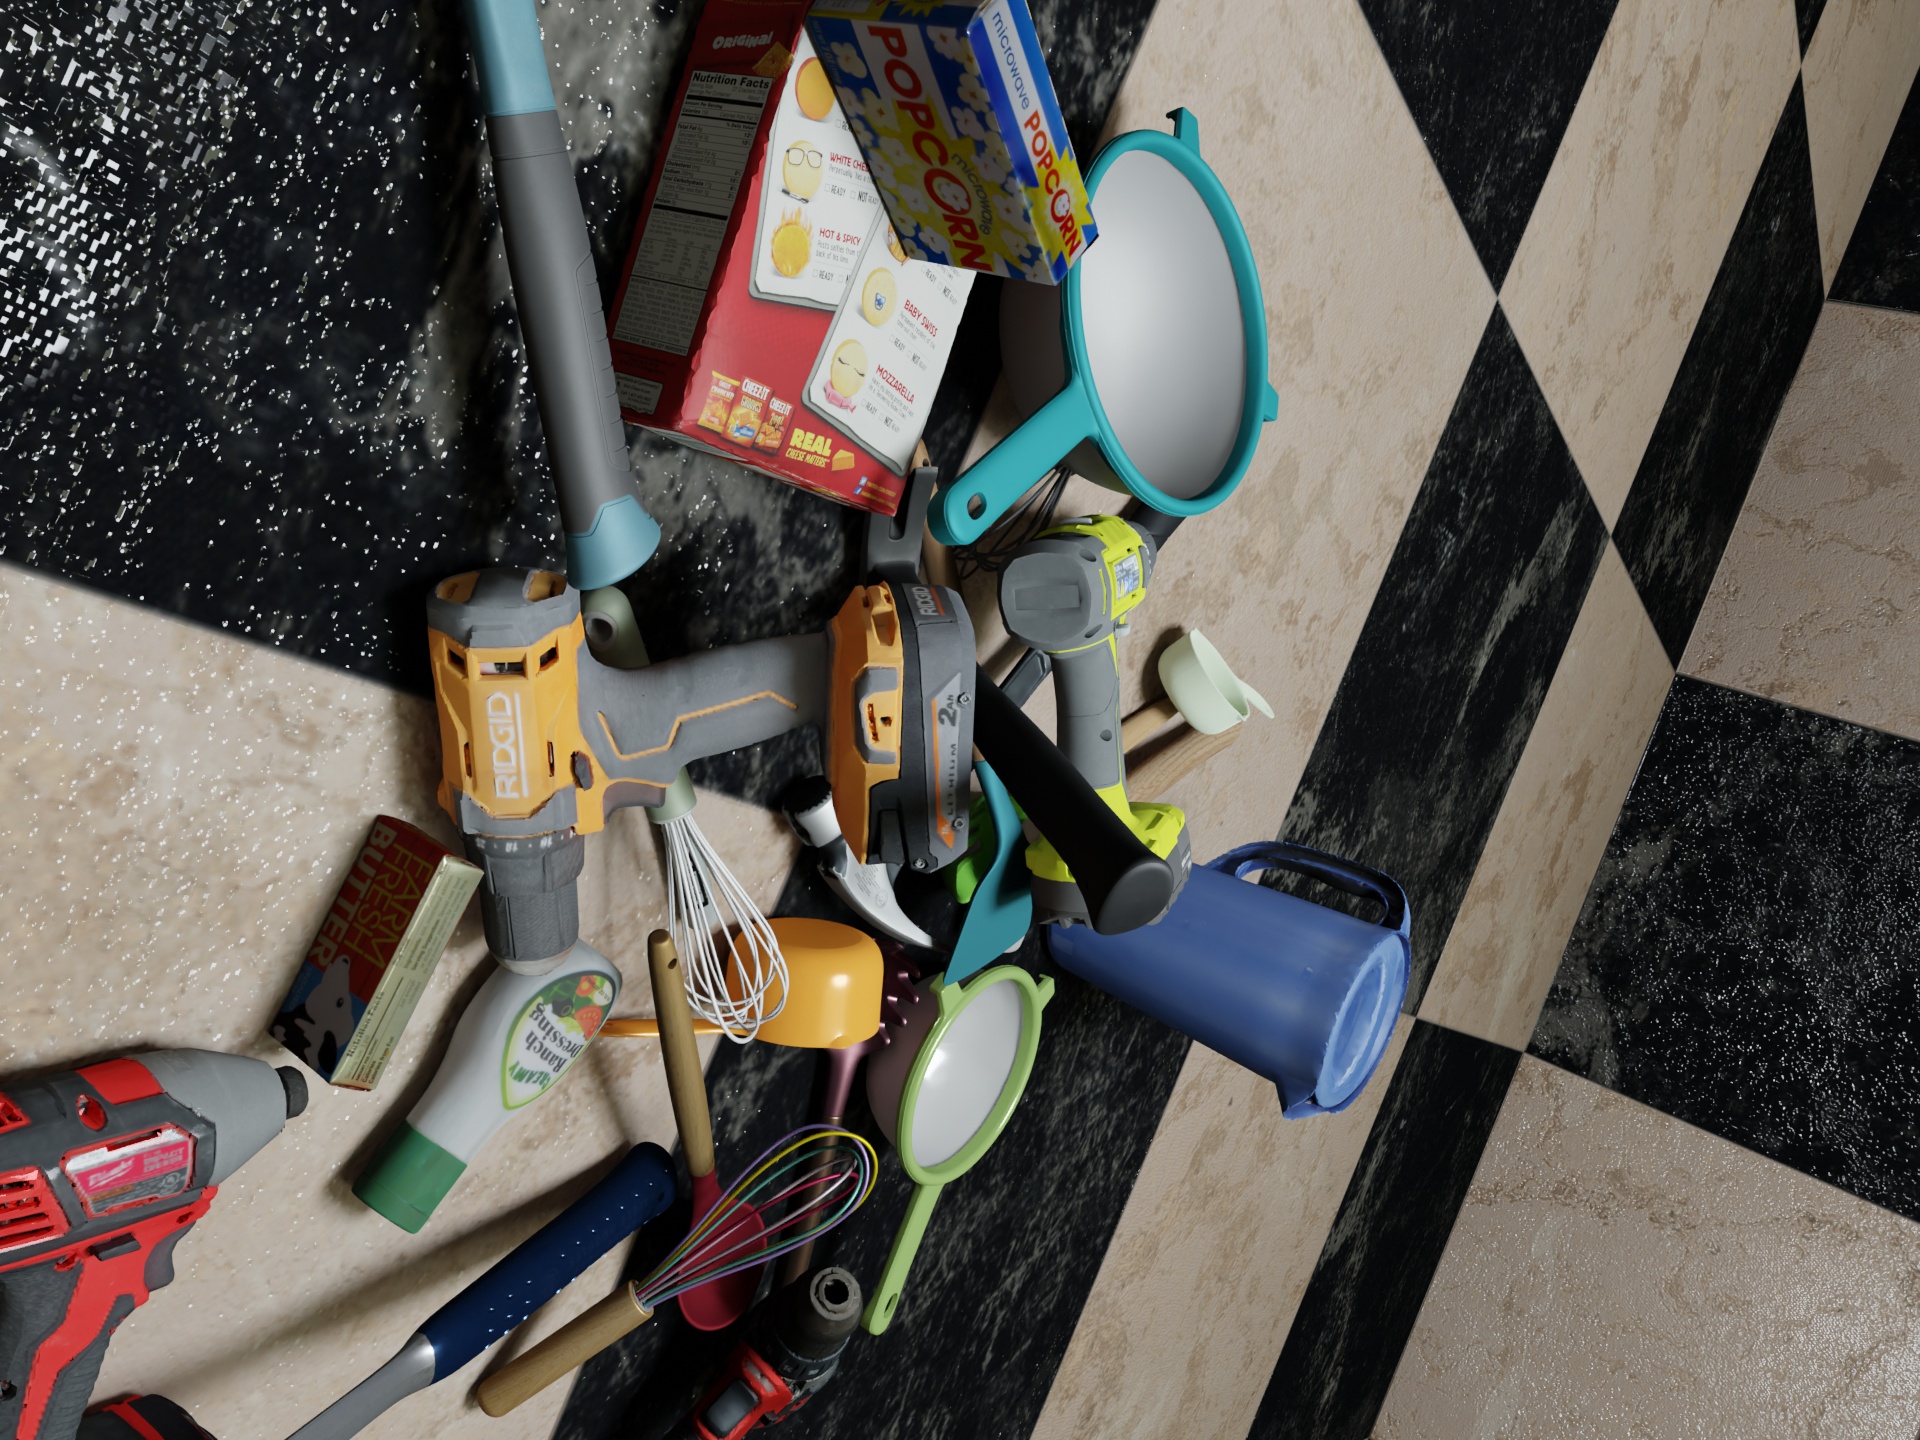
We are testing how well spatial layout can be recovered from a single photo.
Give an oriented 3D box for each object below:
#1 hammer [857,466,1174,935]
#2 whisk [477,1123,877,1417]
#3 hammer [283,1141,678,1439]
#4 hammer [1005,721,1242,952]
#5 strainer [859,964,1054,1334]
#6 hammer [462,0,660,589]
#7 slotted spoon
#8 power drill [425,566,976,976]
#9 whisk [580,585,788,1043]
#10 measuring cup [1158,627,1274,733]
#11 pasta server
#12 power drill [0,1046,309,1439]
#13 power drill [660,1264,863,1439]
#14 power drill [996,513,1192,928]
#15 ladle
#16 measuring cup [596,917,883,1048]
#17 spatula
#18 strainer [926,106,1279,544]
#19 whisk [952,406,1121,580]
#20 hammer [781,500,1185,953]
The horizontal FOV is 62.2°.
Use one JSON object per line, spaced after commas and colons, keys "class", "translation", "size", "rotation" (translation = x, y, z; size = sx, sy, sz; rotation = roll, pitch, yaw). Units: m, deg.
{"class": "hammer", "translation": [0.013, -0.008, 0.742], "size": [0.035, 0.335, 0.146], "rotation": [-6, 117, -19]}
{"class": "whisk", "translation": [-0.146, 0.293, 0.831], "size": [0.245, 0.051, 0.047], "rotation": [-34, 139, 2]}
{"class": "hammer", "translation": [-0.241, 0.287, 0.686], "size": [0.405, 0.035, 0.144], "rotation": [-23, 119, -67]}
{"class": "hammer", "translation": [0.125, 0.049, 1.146], "size": [0.331, 0.031, 0.130], "rotation": [-29, 145, -52]}
{"class": "strainer", "translation": [-0.033, 0.270, 1.042], "size": [0.151, 0.069, 0.256], "rotation": [16, 95, -59]}
{"class": "hammer", "translation": [-0.159, -0.212, 0.592], "size": [0.128, 0.033, 0.330], "rotation": [-28, 120, -42]}
{"class": "slotted spoon", "translation": [0.079, 0.037, 1.111], "size": [0.314, 0.031, 0.070], "rotation": [-31, 132, -45]}
{"class": "power drill", "translation": [-0.112, 0.025, 0.699], "size": [0.226, 0.084, 0.185], "rotation": [-1, 114, -9]}
{"class": "whisk", "translation": [-0.135, 0.050, 0.765], "size": [0.059, 0.058, 0.246], "rotation": [-66, 144, -63]}
{"class": "measuring cup", "translation": [0.198, -0.016, 1.211], "size": [0.038, 0.083, 0.167], "rotation": [-33, 154, 19]}
{"class": "pasta server", "translation": [-0.086, 0.273, 0.997], "size": [0.060, 0.040, 0.316], "rotation": [10, 105, -13]}
{"class": "power drill", "translation": [-0.325, 0.233, 0.610], "size": [0.143, 0.079, 0.219], "rotation": [-9, 112, -53]}
{"class": "power drill", "translation": [-0.148, 0.405, 0.892], "size": [0.227, 0.080, 0.187], "rotation": [-37, 165, -40]}
{"class": "power drill", "translation": [0.085, -0.009, 0.942], "size": [0.190, 0.080, 0.228], "rotation": [-34, 119, -66]}
{"class": "ladle", "translation": [-0.138, 0.219, 0.830], "size": [0.069, 0.031, 0.315], "rotation": [-44, 147, -39]}
{"class": "measuring cup", "translation": [-0.120, 0.140, 0.855], "size": [0.173, 0.095, 0.052], "rotation": [3, 99, -36]}
{"class": "spatula", "translation": [-0.001, -0.003, 0.912], "size": [0.082, 0.044, 0.317], "rotation": [-25, 109, -44]}
{"class": "strainer", "translation": [0.053, -0.183, 0.867], "size": [0.340, 0.095, 0.210], "rotation": [-47, 124, -40]}
{"class": "whisk", "translation": [0.064, -0.157, 0.968], "size": [0.239, 0.055, 0.055], "rotation": [-46, 140, -37]}
{"class": "hammer", "translation": [0.050, -0.031, 1.005], "size": [0.409, 0.036, 0.149], "rotation": [-50, 127, -30]}
